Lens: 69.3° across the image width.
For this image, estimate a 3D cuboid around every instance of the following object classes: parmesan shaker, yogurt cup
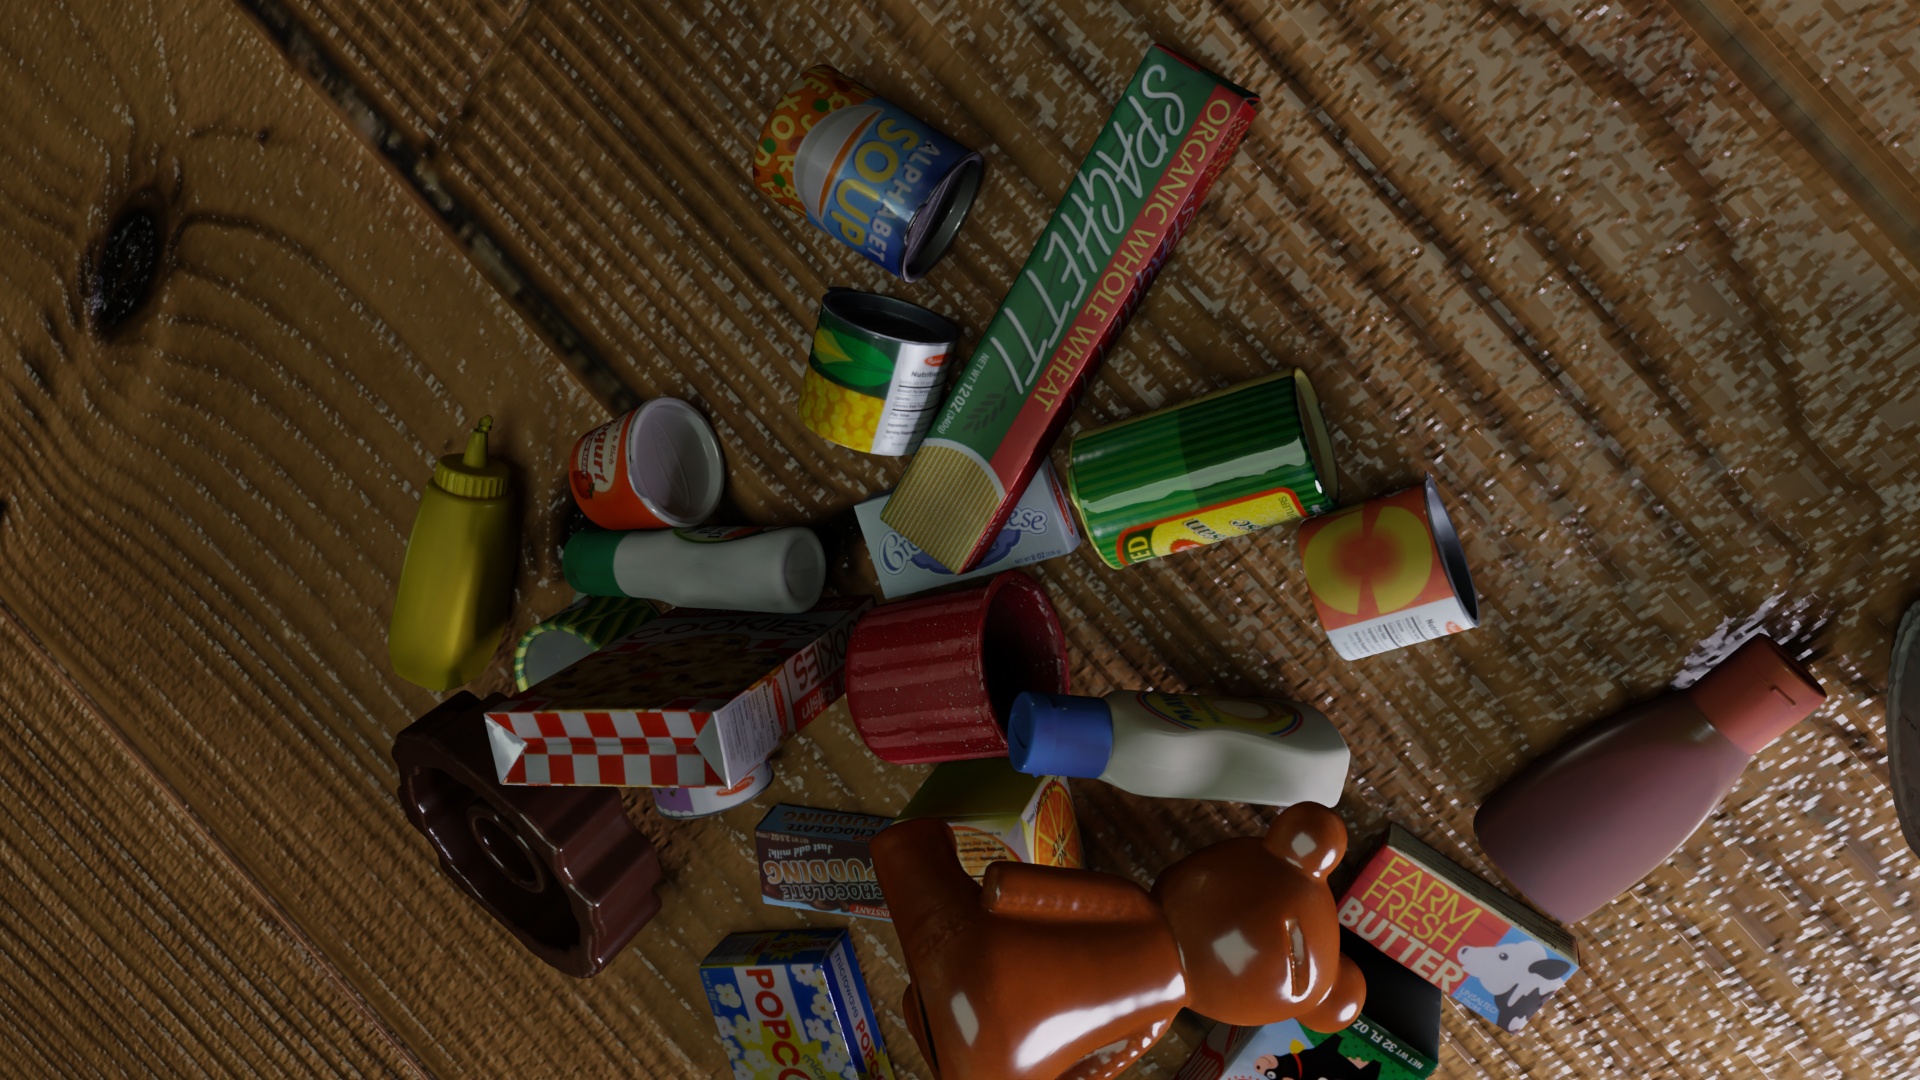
[{"bbox_3d":[0.107,-0.031,0.614,0.103,0.071,0.071,-16,101,25],"label":"parmesan shaker"},{"bbox_3d":[-0.164,-0.036,0.720,0.054,0.073,0.072,-11,103,32],"label":"yogurt cup"}]

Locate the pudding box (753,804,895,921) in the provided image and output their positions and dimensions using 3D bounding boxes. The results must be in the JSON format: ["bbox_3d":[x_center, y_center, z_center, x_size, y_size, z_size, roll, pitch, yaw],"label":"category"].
[{"bbox_3d":[-0.070,0.180,0.774,0.084,0.030,0.049,3,109,20],"label":"pudding box"}]

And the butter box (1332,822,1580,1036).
[{"bbox_3d":[0.234,0.185,0.664,0.103,0.024,0.053,32,115,8],"label":"butter box"}]

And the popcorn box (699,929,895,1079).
[{"bbox_3d":[-0.093,0.293,0.814,0.085,0.038,0.126,-10,103,23],"label":"popcorn box"}]

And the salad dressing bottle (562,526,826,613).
[{"bbox_3d":[-0.143,0.013,0.732,0.147,0.064,0.044,1,95,28],"label":"salad dressing bottle"}]

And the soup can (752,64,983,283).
[{"bbox_3d":[-0.043,-0.165,0.626,0.084,0.071,0.071,32,116,8],"label":"soup can"}]

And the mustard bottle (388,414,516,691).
[{"bbox_3d":[-0.279,0.003,0.778,0.049,0.065,0.159,19,107,8],"label":"mustard bottle"}]

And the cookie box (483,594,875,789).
[{"bbox_3d":[-0.127,0.071,0.683,0.123,0.168,0.040,-4,103,22],"label":"cookie box"}]

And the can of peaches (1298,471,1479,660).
[{"bbox_3d":[0.185,0.012,0.604,0.058,0.071,0.071,-20,99,26],"label":"can of peaches"}]

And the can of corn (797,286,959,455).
[{"bbox_3d":[-0.042,-0.081,0.658,0.071,0.071,0.058,23,114,12],"label":"can of corn"}]

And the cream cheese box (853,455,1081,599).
[{"bbox_3d":[0.002,-0.009,0.688,0.103,0.024,0.053,-15,100,24],"label":"cream cheese box"}]

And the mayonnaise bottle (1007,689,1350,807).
[{"bbox_3d":[0.097,0.092,0.629,0.148,0.065,0.041,7,106,-15],"label":"mayonnaise bottle"}]

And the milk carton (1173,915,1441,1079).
[{"bbox_3d":[0.157,0.279,0.697,0.072,0.074,0.189,33,116,8],"label":"milk carton"}]

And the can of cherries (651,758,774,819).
[{"bbox_3d":[-0.143,0.111,0.759,0.071,0.072,0.058,-7,105,23],"label":"can of cherries"}]

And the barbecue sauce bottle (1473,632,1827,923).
[{"bbox_3d":[0.299,0.101,0.602,0.065,0.044,0.148,43,116,3],"label":"barbecue sauce bottle"}]

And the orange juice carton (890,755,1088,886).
[{"bbox_3d":[0.030,0.214,0.724,0.073,0.072,0.192,-8,104,23],"label":"orange juice carton"}]

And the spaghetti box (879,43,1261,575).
[{"bbox_3d":[0.044,-0.098,0.623,0.050,0.029,0.249,36,109,13],"label":"spaghetti box"}]

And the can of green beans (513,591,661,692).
[{"bbox_3d":[-0.204,0.066,0.771,0.071,0.058,0.071,6,109,19],"label":"can of green beans"}]
